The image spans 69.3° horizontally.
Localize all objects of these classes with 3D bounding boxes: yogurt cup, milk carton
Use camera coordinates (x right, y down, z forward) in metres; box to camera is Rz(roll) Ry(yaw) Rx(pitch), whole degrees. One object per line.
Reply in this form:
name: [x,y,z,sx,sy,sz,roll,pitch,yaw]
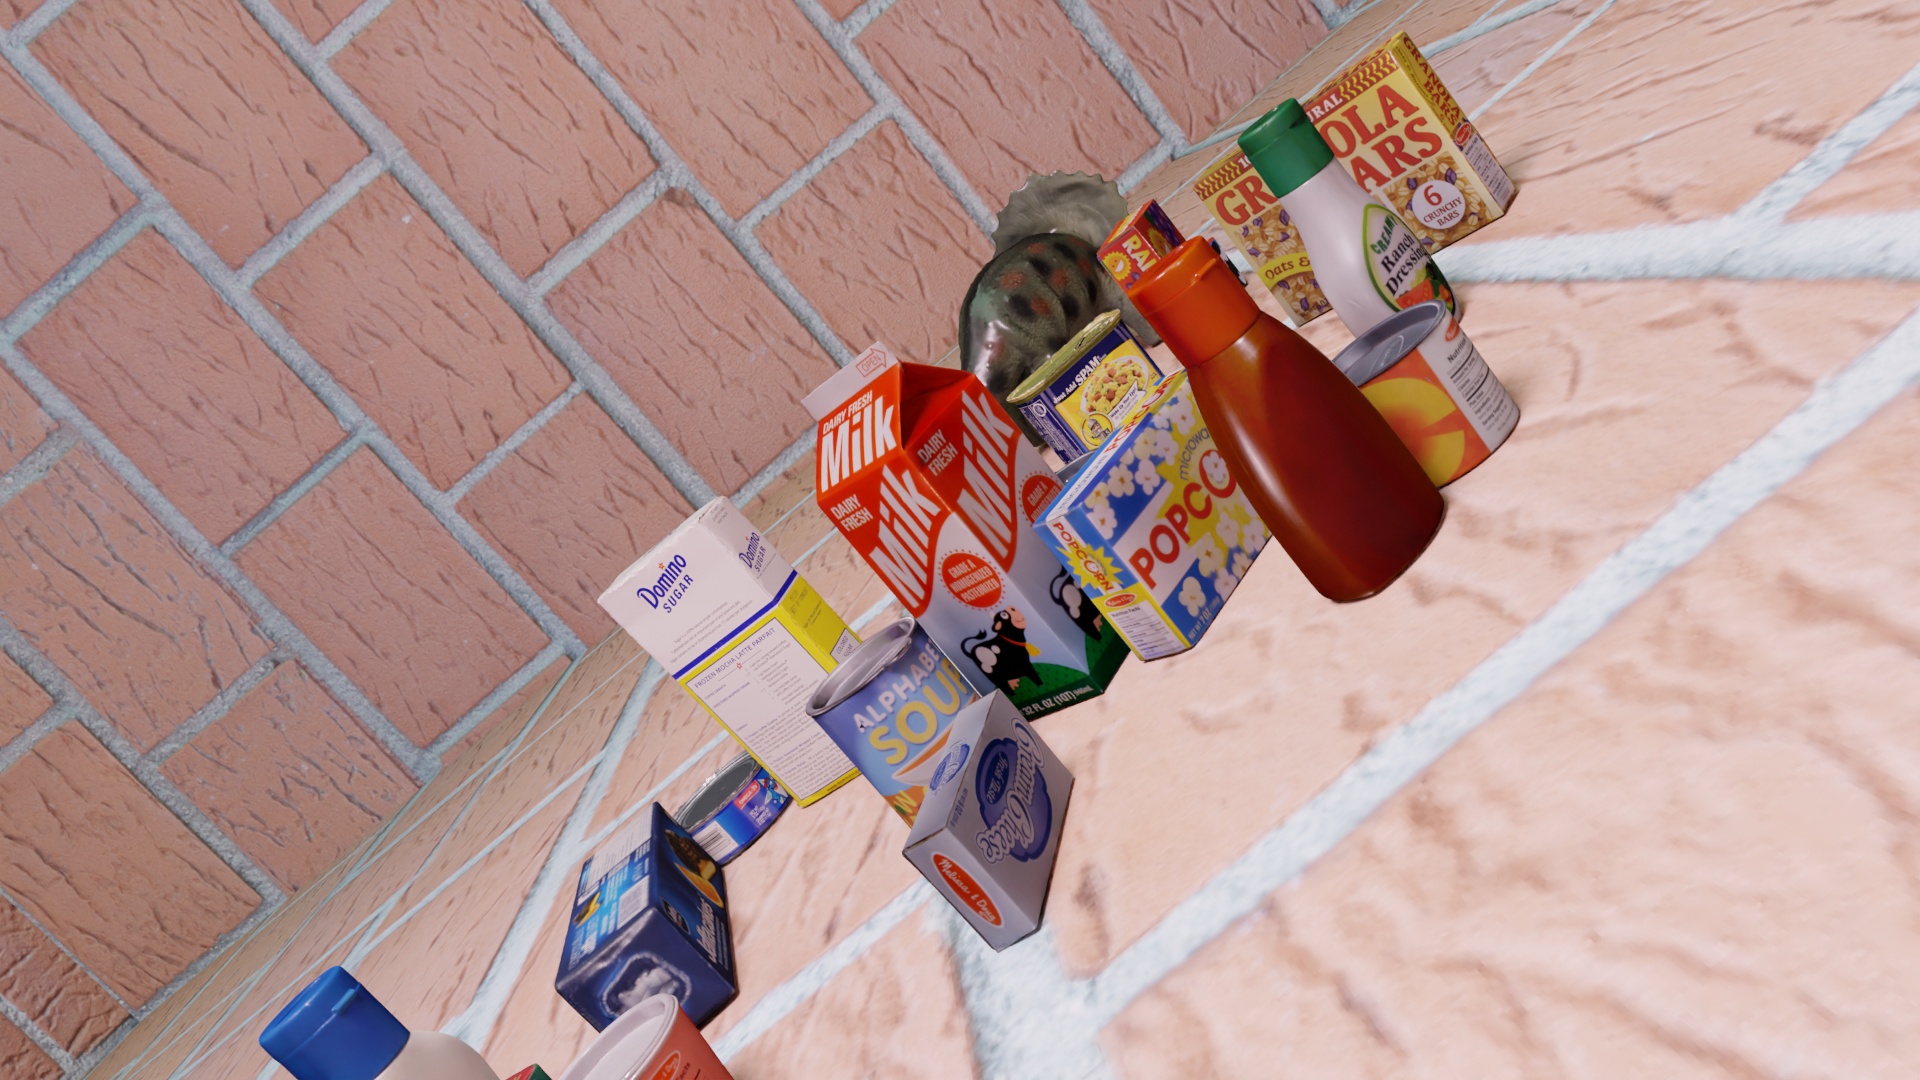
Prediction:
yogurt cup: [-0.119,0.218,0.535,0.072,0.054,0.072,-38,11,9]
milk carton: [0.002,-0.008,0.673,0.072,0.190,0.074,-29,15,45]

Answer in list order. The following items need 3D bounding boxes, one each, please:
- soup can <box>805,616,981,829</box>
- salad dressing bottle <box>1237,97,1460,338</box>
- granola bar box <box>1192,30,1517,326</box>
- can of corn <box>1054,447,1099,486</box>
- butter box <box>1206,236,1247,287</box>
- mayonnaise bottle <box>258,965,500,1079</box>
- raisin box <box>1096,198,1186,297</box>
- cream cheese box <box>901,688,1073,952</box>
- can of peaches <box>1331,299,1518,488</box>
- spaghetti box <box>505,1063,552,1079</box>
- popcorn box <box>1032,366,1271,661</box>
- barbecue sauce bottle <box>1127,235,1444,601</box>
soup can: [-0.019,0.087,0.645,0.071,0.083,0.071,-38,11,9]
salad dressing bottle: [0.203,-0.163,0.732,0.064,0.147,0.044,-46,12,-31]
granola bar box: [0.251,-0.228,0.897,0.165,0.124,0.039,-27,16,49]
can of corn: [0.073,-0.011,0.796,0.071,0.058,0.071,-38,11,9]
butter box: [0.200,-0.210,1.186,0.104,0.053,0.024,-47,12,-31]
mayonnaise bottle: [-0.194,0.223,0.519,0.041,0.148,0.065,-35,11,25]
raisin box: [0.161,-0.190,1.050,0.040,0.123,0.086,-34,12,31]
cream cheese box: [0.013,0.106,0.542,0.024,0.053,0.104,-36,12,23]
can of peaches: [0.191,-0.059,0.592,0.071,0.058,0.071,-38,11,9]
spaghetti box: [-0.263,0.313,0.648,0.249,0.050,0.029,-35,12,25]
popcorn box: [0.100,-0.016,0.655,0.038,0.085,0.127,-26,17,52]
barbecue sauce bottle: [0.124,-0.050,0.541,0.065,0.148,0.043,-45,11,-25]
